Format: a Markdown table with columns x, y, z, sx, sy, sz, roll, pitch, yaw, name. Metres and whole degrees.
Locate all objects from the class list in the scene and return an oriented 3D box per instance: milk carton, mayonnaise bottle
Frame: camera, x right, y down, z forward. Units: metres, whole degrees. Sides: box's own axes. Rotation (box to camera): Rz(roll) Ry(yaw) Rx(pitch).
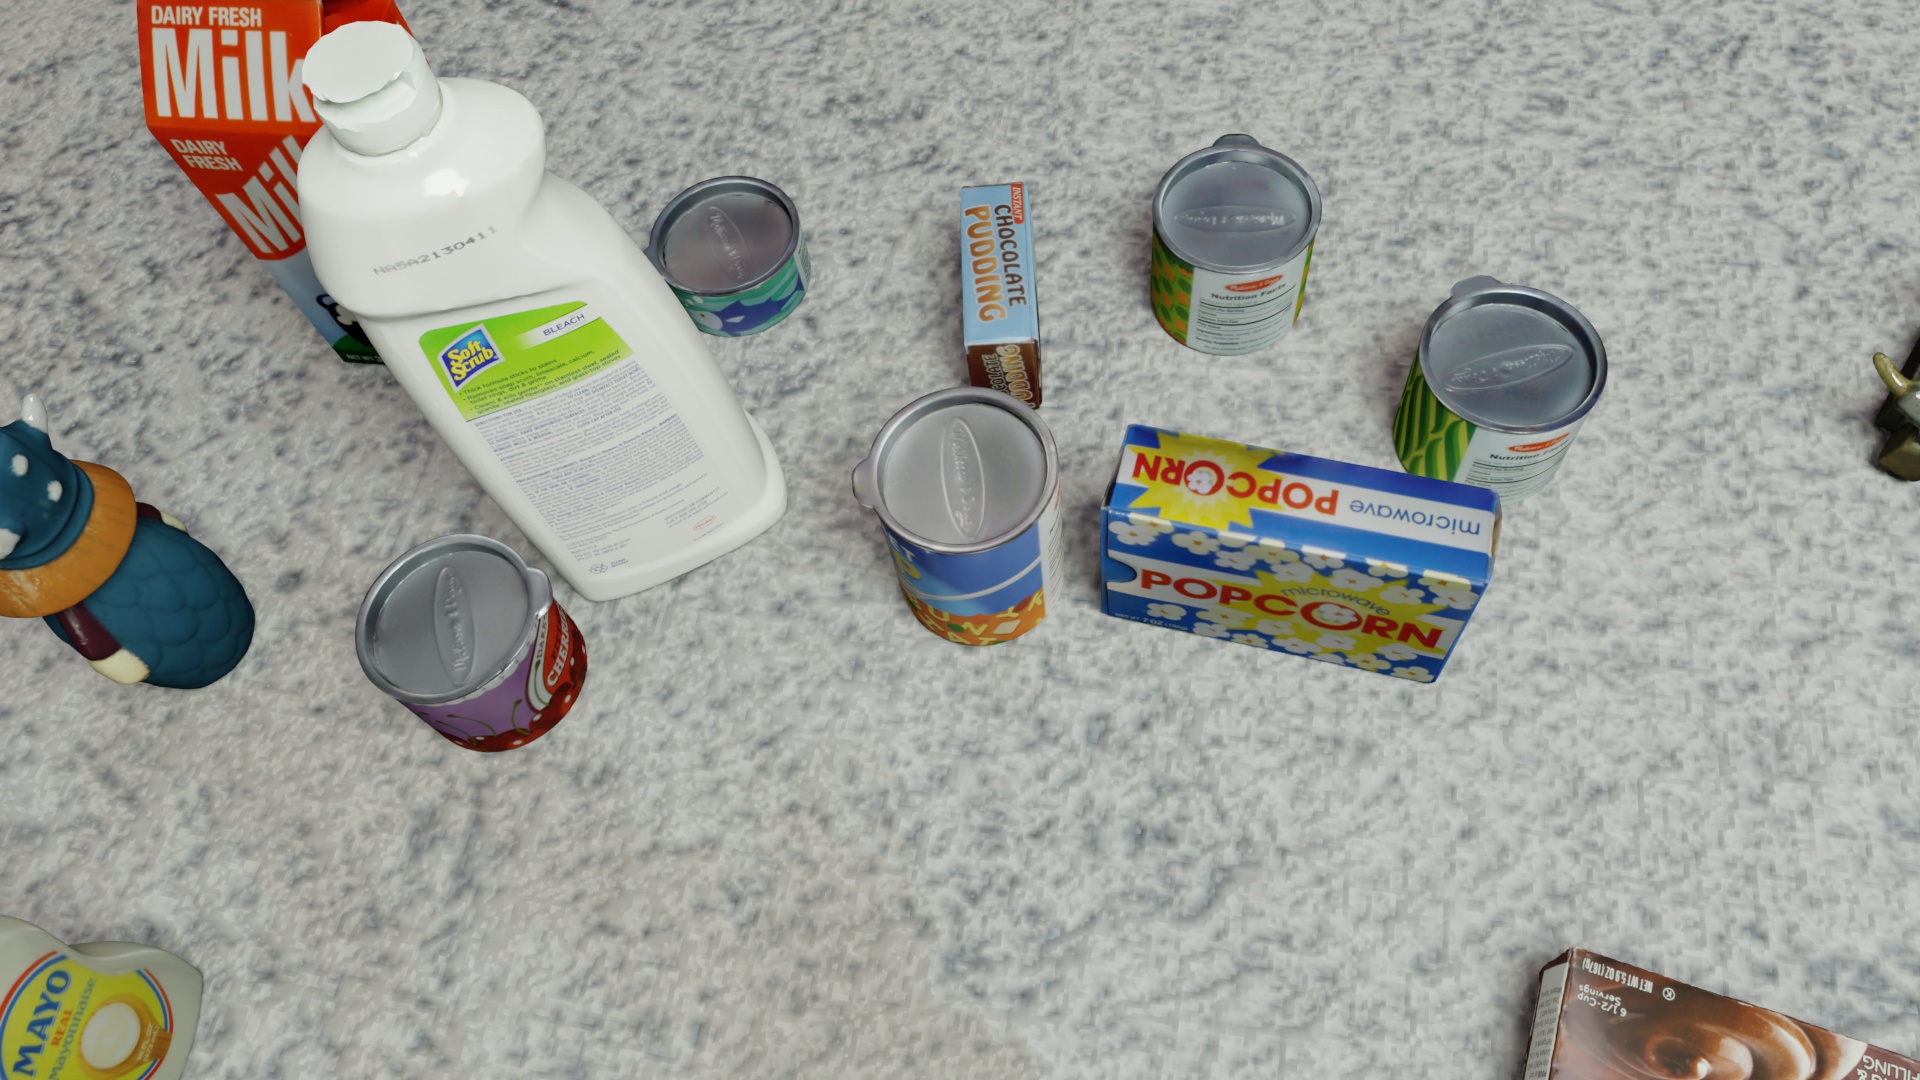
| x | y | z | sx | sy | sz | roll | pitch | yaw | name |
| --- | --- | --- | --- | --- | --- | --- | --- | --- | --- |
| -0.246 | -0.151 | 0.551 | 0.072 | 0.189 | 0.074 | 4 | 63 | 8 | milk carton |
| -0.295 | 0.146 | 0.423 | 0.041 | 0.147 | 0.065 | 4 | 63 | 8 | mayonnaise bottle |

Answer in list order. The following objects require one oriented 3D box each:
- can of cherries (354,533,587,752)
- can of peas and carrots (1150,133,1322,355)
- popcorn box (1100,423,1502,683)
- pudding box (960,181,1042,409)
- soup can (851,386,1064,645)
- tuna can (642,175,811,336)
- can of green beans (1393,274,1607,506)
| x | y | z | sx | sy | sz | roll | pitch | yaw | name |
| --- | --- | --- | --- | --- | --- | --- | --- | --- | --- |
| -0.178 | 0.039 | 0.518 | 0.071 | 0.058 | 0.072 | -2 | 62 | 5 | can of cherries |
| 0.111 | -0.121 | 0.573 | 0.071 | 0.058 | 0.071 | -2 | 62 | 5 | can of peas and carrots |
| 0.115 | 0.006 | 0.491 | 0.127 | 0.085 | 0.038 | 12 | 65 | 12 | popcorn box |
| 0.017 | -0.101 | 0.577 | 0.030 | 0.049 | 0.084 | -4 | 62 | 4 | pudding box |
| 0.002 | -0.006 | 0.510 | 0.071 | 0.083 | 0.071 | -2 | 62 | 5 | soup can |
| -0.102 | -0.124 | 0.611 | 0.071 | 0.032 | 0.071 | -2 | 62 | 5 | tuna can |
| 0.203 | -0.054 | 0.529 | 0.071 | 0.057 | 0.071 | -2 | 62 | 5 | can of green beans |
